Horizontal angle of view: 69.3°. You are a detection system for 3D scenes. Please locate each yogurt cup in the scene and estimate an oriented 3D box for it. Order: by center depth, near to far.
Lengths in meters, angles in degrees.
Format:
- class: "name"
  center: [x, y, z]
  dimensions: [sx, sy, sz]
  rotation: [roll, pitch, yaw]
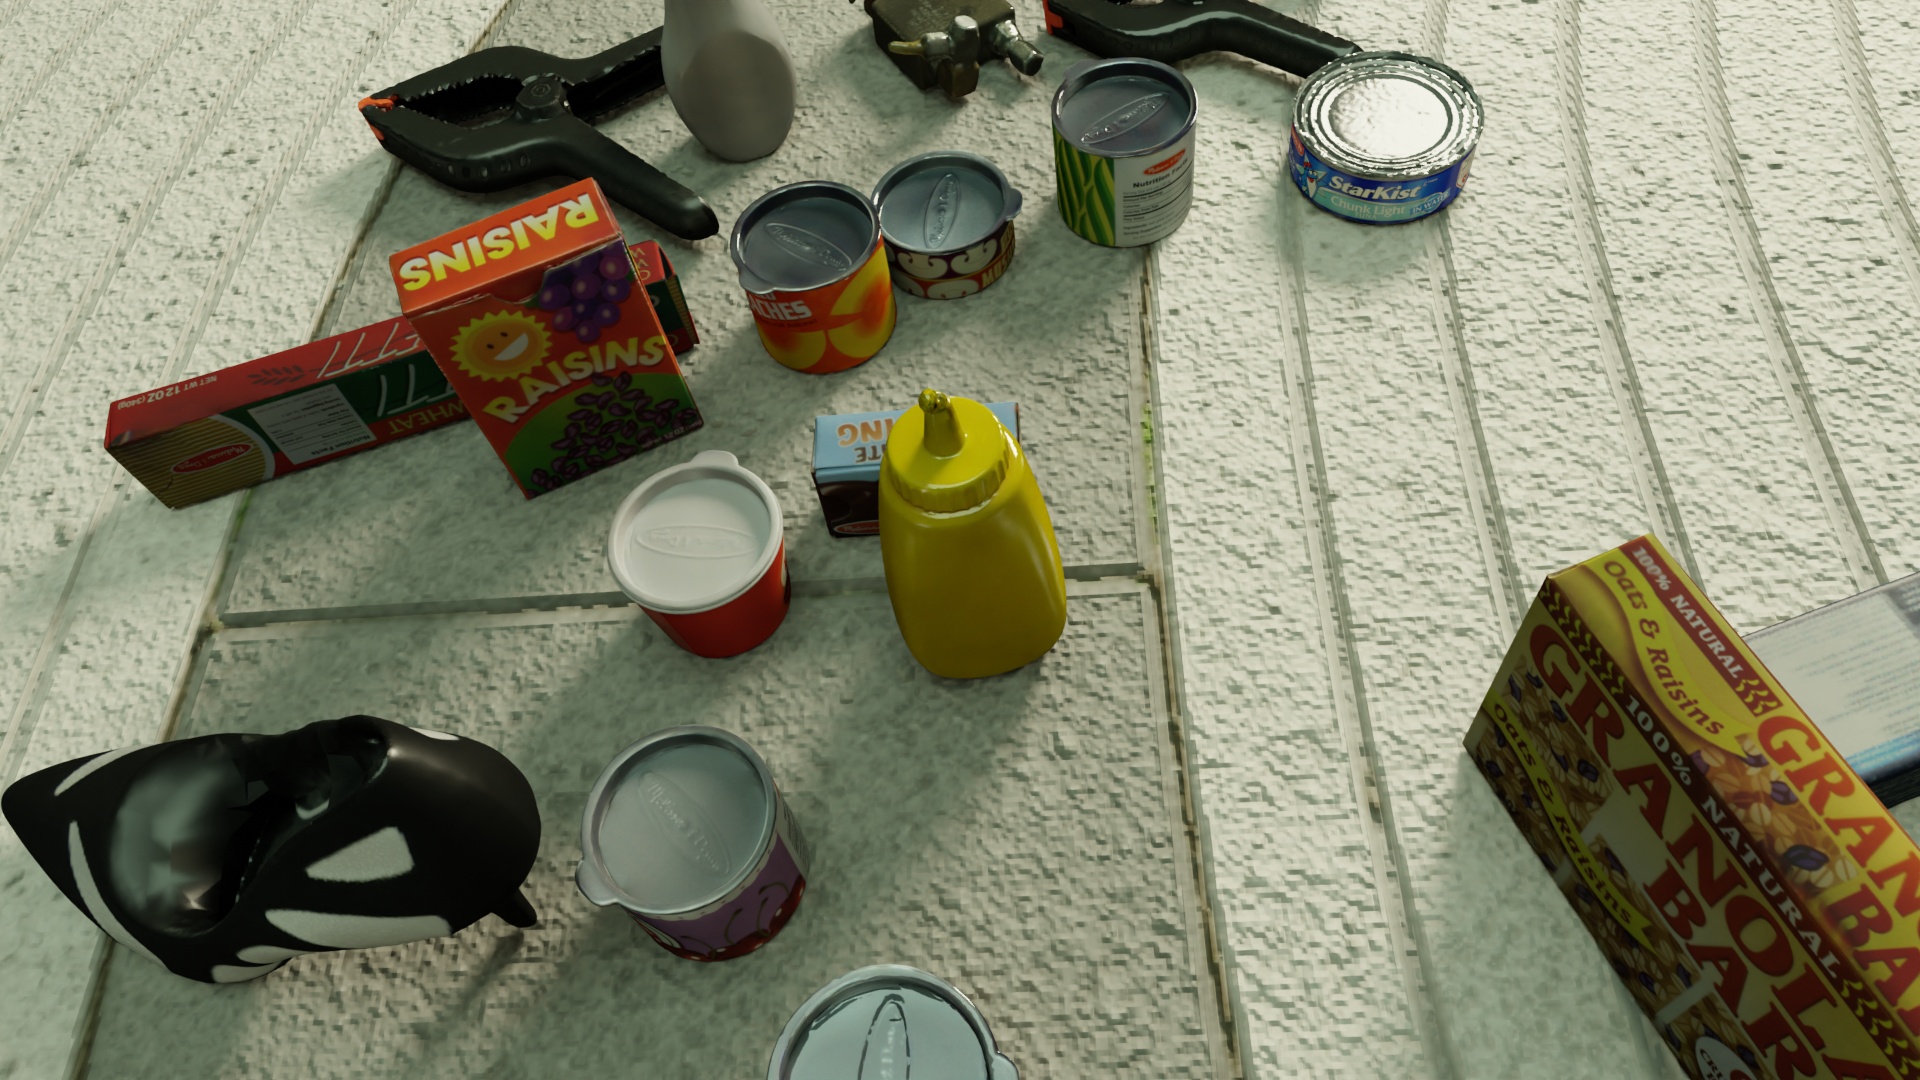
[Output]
- class: "yogurt cup"
  center: [-0.099, 0.010, 0.547]
  dimensions: [0.072, 0.053, 0.073]
  rotation: [-3, 57, 5]

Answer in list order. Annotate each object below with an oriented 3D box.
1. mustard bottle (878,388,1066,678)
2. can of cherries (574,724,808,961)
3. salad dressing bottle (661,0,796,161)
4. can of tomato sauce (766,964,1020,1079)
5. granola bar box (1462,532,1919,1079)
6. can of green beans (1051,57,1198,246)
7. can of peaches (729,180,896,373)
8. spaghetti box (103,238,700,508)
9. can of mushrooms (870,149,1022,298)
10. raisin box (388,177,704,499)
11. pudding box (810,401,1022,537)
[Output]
- class: "mustard bottle"
  center: [0.002, -0.006, 0.483]
  dimensions: [0.065, 0.159, 0.049]
  rotation: [-13, 57, -1]
- class: "can of cherries"
  center: [-0.093, 0.107, 0.482]
  dimensions: [0.071, 0.058, 0.072]
  rotation: [-3, 57, 5]
- class: "salad dressing bottle"
  center: [-0.118, -0.250, 0.661]
  dimensions: [0.064, 0.147, 0.044]
  rotation: [-21, 58, -6]
- class: "can of tomato sauce"
  center: [-0.015, 0.171, 0.417]
  dimensions: [0.071, 0.082, 0.071]
  rotation: [-3, 57, 5]
- class: "granola bar box"
  center: [0.224, 0.097, 0.412]
  dimensions: [0.039, 0.123, 0.166]
  rotation: [-22, 58, -7]
- class: "can of green beans"
  center: [0.076, -0.180, 0.646]
  dimensions: [0.071, 0.057, 0.071]
  rotation: [-3, 57, 5]
- class: "can of peaches"
  center: [-0.066, -0.116, 0.622]
  dimensions: [0.071, 0.057, 0.071]
  rotation: [-3, 57, 5]
- class: "spaghetti box"
  center: [-0.243, -0.074, 0.621]
  dimensions: [0.250, 0.050, 0.029]
  rotation: [-18, 57, -5]
- class: "can of mushrooms"
  center: [-0.005, -0.147, 0.650]
  dimensions: [0.071, 0.033, 0.071]
  rotation: [-3, 57, 5]
- class: "raisin box"
  center: [-0.166, -0.079, 0.571]
  dimensions: [0.086, 0.122, 0.040]
  rotation: [-23, 58, -8]
- class: "pudding box"
  center: [-0.016, -0.028, 0.565]
  dimensions: [0.084, 0.049, 0.030]
  rotation: [-5, 57, 4]
